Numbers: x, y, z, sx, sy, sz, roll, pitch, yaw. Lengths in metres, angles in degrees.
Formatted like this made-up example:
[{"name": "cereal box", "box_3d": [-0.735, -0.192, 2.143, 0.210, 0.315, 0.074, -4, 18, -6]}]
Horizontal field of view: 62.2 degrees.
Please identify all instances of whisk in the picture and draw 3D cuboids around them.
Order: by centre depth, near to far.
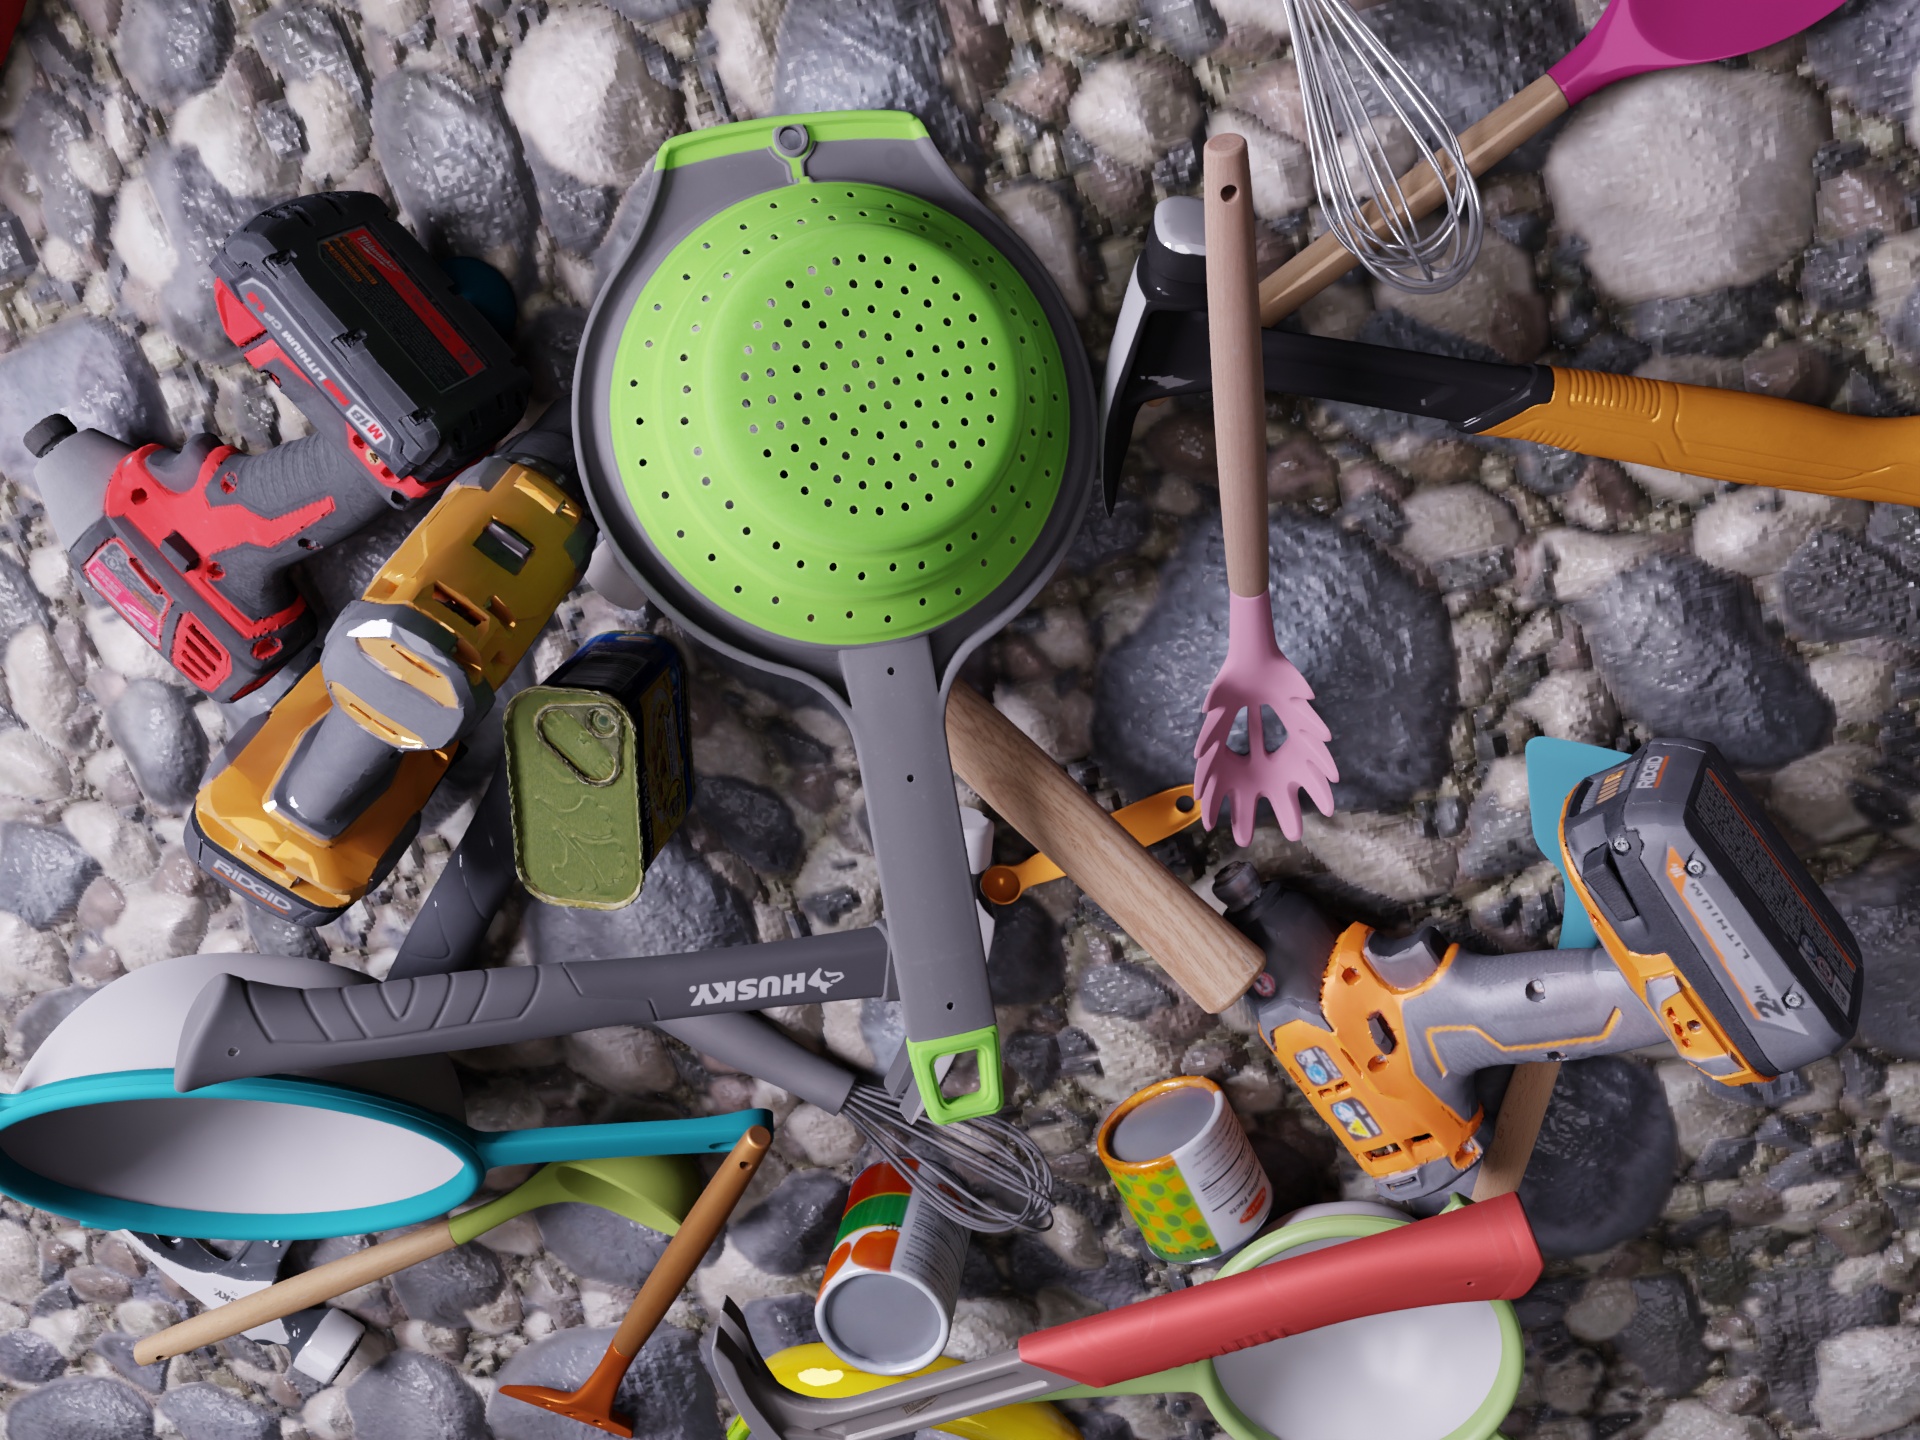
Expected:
[{"name": "whisk", "box_3d": [0.119, -0.263, 0.557, 0.059, 0.058, 0.246, -30, 98, -16]}, {"name": "whisk", "box_3d": [-0.058, 0.184, 0.774, 0.239, 0.055, 0.055, 28, 113, 1]}]

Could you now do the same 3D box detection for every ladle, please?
[{"name": "ladle", "box_3d": [-0.281, 0.281, 0.812, 0.320, 0.062, 0.078, -22, 136, 5]}]

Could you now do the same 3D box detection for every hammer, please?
[{"name": "hammer", "box_3d": [0.220, -0.109, 0.589, 0.337, 0.034, 0.127, 7, 143, -5]}, {"name": "hammer", "box_3d": [-0.144, 0.119, 0.667, 0.334, 0.035, 0.146, -3, 111, -24]}, {"name": "hammer", "box_3d": [-0.001, -0.002, 0.670, 0.331, 0.031, 0.130, 43, 108, 1]}, {"name": "hammer", "box_3d": [0.074, 0.270, 0.707, 0.359, 0.037, 0.149, -21, 115, 13]}, {"name": "hammer", "box_3d": [-0.306, 0.176, 0.816, 0.149, 0.036, 0.409, 33, 113, -4]}]

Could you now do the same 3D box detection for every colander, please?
[{"name": "colander", "box_3d": [-0.025, -0.035, 0.585, 0.204, 0.094, 0.397, -11, 95, -10]}]

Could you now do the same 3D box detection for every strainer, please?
[{"name": "strainer", "box_3d": [-0.258, 0.162, 0.732, 0.340, 0.095, 0.210, -1, 147, -8]}, {"name": "strainer", "box_3d": [0.135, 0.293, 0.772, 0.256, 0.069, 0.151, -10, 108, 12]}]

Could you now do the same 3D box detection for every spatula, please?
[{"name": "spatula", "box_3d": [0.258, 0.150, 0.711, 0.082, 0.044, 0.317, 17, 116, 20]}, {"name": "spatula", "box_3d": [-0.158, 0.293, 0.801, 0.081, 0.041, 0.322, 25, 124, -10]}]

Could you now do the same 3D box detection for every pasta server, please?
[{"name": "pasta server", "box_3d": [0.107, -0.065, 0.588, 0.060, 0.040, 0.315, -7, 137, 7]}]

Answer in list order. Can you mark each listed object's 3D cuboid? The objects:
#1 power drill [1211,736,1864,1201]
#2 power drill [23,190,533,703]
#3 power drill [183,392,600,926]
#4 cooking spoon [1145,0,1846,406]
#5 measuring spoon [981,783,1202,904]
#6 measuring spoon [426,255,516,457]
[{"name": "power drill", "box_3d": [0.215, 0.096, 0.647, 0.226, 0.084, 0.164, -35, 93, 41]}, {"name": "power drill", "box_3d": [-0.297, -0.112, 0.666, 0.219, 0.079, 0.143, -33, 104, 30]}, {"name": "power drill", "box_3d": [-0.220, -0.030, 0.661, 0.084, 0.185, 0.226, 37, 133, -16]}, {"name": "cooking spoon", "box_3d": [0.197, -0.215, 0.586, 0.319, 0.017, 0.068, -34, 96, 19]}, {"name": "measuring spoon", "box_3d": [0.062, 0.054, 0.723, 0.117, 0.011, 0.021, -25, 101, 14]}, {"name": "measuring spoon", "box_3d": [-0.214, -0.132, 0.682, 0.042, 0.021, 0.128, 9, 113, 5]}]
